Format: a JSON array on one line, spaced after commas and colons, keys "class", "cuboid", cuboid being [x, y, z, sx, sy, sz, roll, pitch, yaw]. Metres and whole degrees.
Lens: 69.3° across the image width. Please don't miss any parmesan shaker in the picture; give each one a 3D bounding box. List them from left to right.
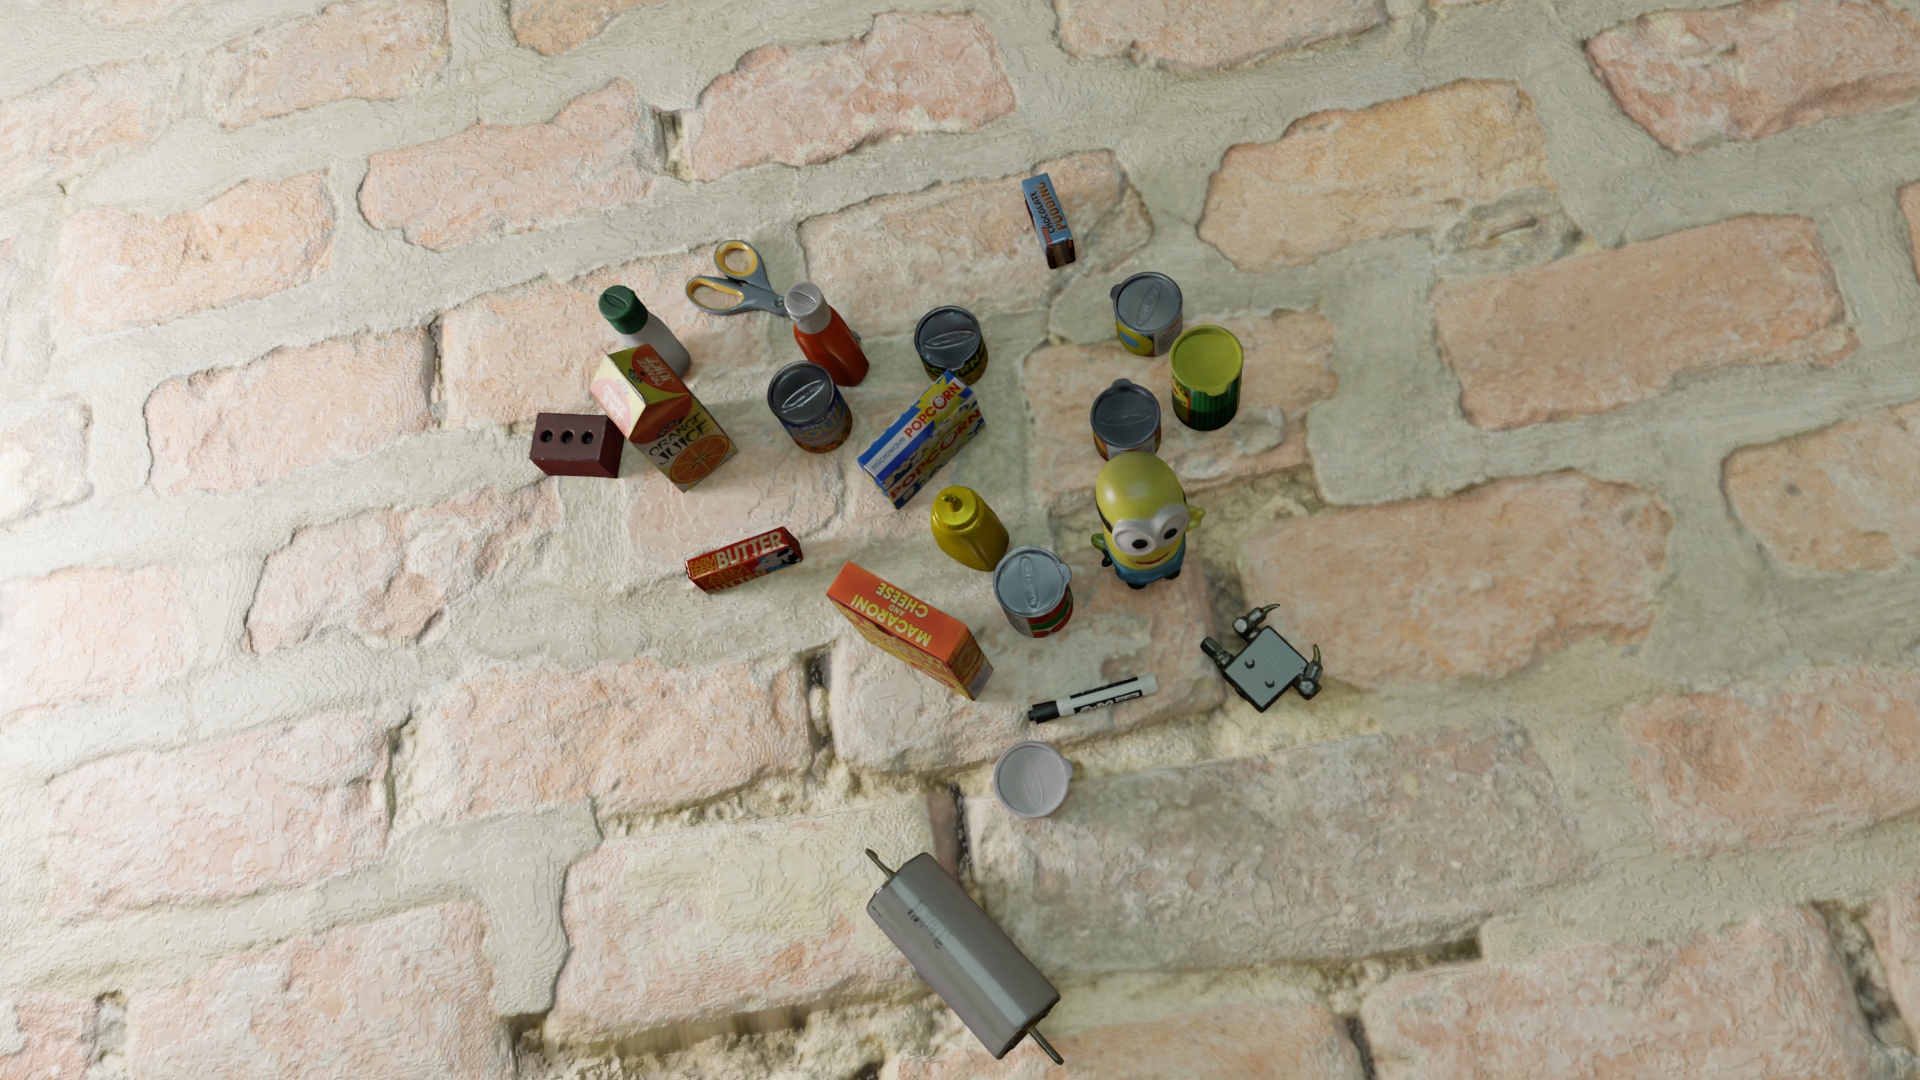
[{"class": "parmesan shaker", "cuboid": [0.230, -0.147, 1.300, 0.071, 0.103, 0.071, -3, 72, 8]}]

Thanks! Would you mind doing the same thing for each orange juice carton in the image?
[{"class": "orange juice carton", "cuboid": [-0.288, -0.122, 1.327, 0.073, 0.192, 0.072, -39, 71, -4]}]

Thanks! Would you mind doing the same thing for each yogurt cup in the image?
[{"class": "yogurt cup", "cuboid": [0.065, 0.215, 1.234, 0.072, 0.054, 0.072, -3, 72, 8]}]

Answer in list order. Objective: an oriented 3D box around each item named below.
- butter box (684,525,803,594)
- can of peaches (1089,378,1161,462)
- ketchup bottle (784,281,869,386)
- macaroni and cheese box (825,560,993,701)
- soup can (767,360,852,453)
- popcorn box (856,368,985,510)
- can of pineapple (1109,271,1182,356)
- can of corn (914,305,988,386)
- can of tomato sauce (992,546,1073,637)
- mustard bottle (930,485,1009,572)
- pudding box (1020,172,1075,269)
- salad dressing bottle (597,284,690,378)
[{"class": "butter box", "cuboid": [-0.209, 0.020, 1.342, 0.103, 0.053, 0.024, -20, 70, 3]}, {"class": "can of peaches", "cuboid": [0.158, -0.111, 1.324, 0.071, 0.058, 0.071, -3, 72, 8]}, {"class": "ketchup bottle", "cuboid": [-0.134, -0.201, 1.352, 0.065, 0.148, 0.043, 27, 79, 16]}, {"class": "macaroni and cheese box", "cuboid": [-0.042, 0.084, 1.234, 0.124, 0.166, 0.040, 28, 79, 16]}, {"class": "soup can", "cuboid": [-0.145, -0.127, 1.364, 0.071, 0.083, 0.071, -3, 72, 8]}, {"class": "popcorn box", "cuboid": [-0.037, -0.095, 1.335, 0.127, 0.085, 0.038, -45, 71, -7]}, {"class": "can of pineapple", "cuboid": [0.182, -0.221, 1.356, 0.071, 0.057, 0.071, -3, 72, 8]}, {"class": "can of corn", "cuboid": [-0.008, -0.188, 1.375, 0.071, 0.058, 0.071, -3, 72, 8]}, {"class": "can of tomato sauce", "cuboid": [0.070, 0.048, 1.273, 0.071, 0.083, 0.071, -3, 72, 8]}, {"class": "mustard bottle", "cuboid": [0.005, -0.016, 1.263, 0.065, 0.160, 0.049, 23, 78, 16]}, {"class": "pudding box", "cuboid": [0.089, -0.324, 1.409, 0.030, 0.049, 0.084, -19, 70, 3]}, {"class": "salad dressing bottle", "cuboid": [-0.315, -0.205, 1.383, 0.064, 0.147, 0.044, 30, 80, 17]}]
